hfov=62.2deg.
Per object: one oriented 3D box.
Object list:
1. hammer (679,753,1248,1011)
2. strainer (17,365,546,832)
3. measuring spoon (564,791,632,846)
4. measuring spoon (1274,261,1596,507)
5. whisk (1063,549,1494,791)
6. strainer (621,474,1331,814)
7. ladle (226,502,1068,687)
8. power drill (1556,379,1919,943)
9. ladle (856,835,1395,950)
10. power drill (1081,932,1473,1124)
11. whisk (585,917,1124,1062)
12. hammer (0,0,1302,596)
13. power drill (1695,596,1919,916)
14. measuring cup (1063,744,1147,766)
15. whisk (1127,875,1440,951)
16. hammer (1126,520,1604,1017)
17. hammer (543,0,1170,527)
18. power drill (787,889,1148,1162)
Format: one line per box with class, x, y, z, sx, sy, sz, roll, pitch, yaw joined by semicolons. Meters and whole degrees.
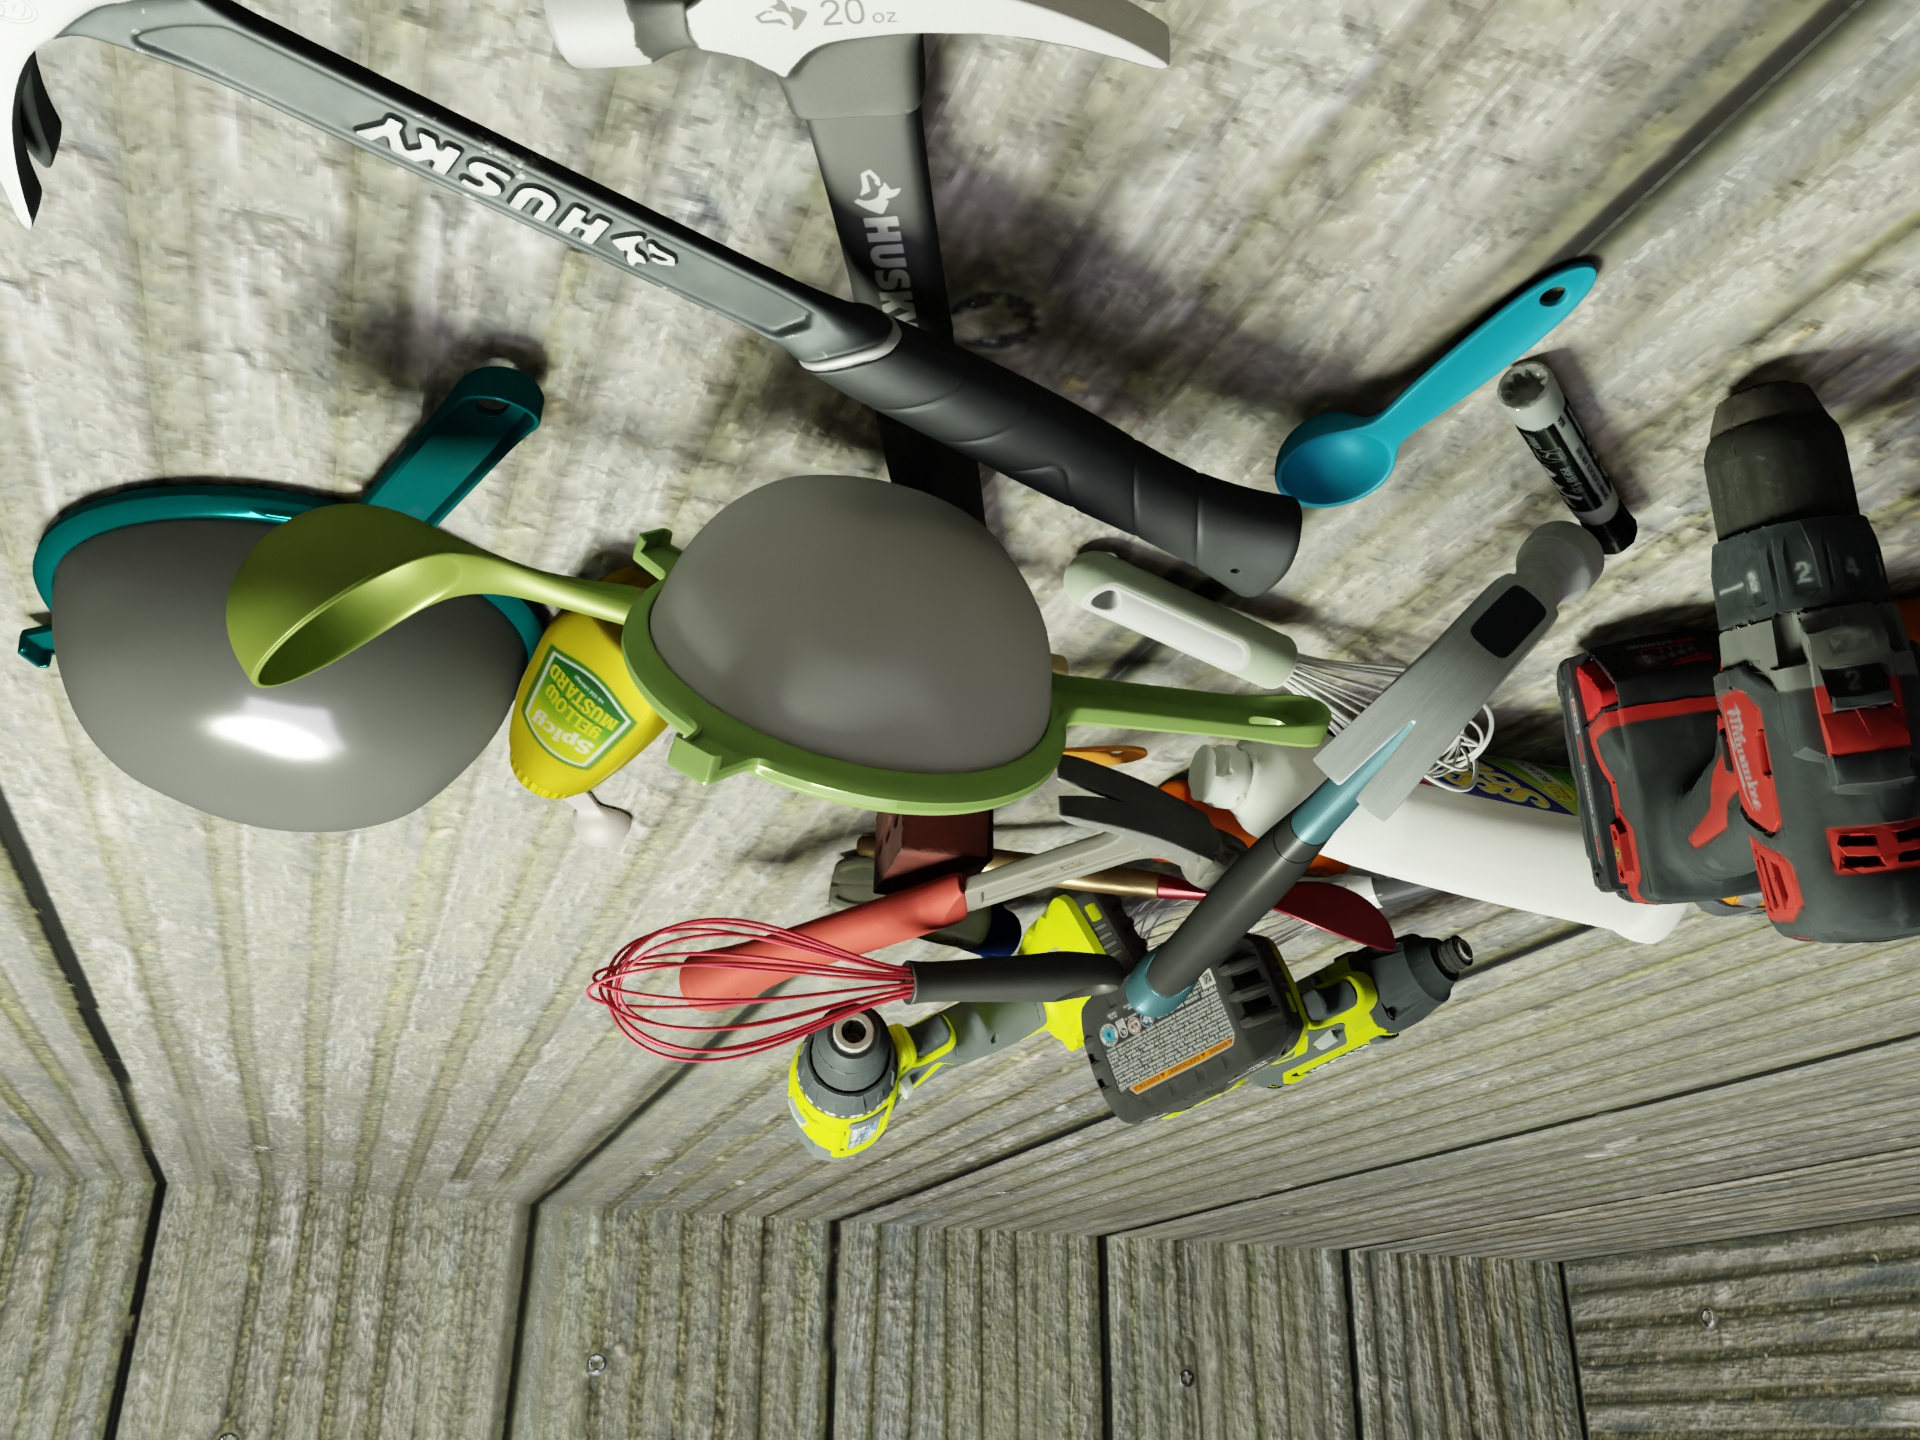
hammer;-0.032;0.101;0.853;0.359;0.037;0.149;-22;148;36
strainer;-0.251;-0.027;0.637;0.210;0.095;0.340;18;151;-33
measuring spoon;-0.219;0.046;0.887;0.034;0.018;0.124;-4;154;11
measuring spoon;0.156;-0.116;0.535;0.042;0.021;0.128;18;141;-32
whisk;0.145;-0.022;0.700;0.246;0.059;0.057;21;137;-28
strainer;0.020;-0.032;0.532;0.256;0.152;0.069;6;119;-20
ladle;-0.096;-0.027;0.587;0.320;0.062;0.078;7;158;-29
power drill;0.296;-0.012;0.609;0.080;0.188;0.226;-8;173;8
ladle;0.089;0.092;0.912;0.315;0.031;0.069;7;-179;17
power drill;0.194;0.175;0.956;0.223;0.080;0.171;5;147;-46
whisk;-0.045;0.136;0.824;0.295;0.073;0.073;2;157;-24
hammer;-0.051;-0.110;0.441;0.408;0.036;0.149;19;152;-35
power drill;0.440;0.017;0.741;0.164;0.084;0.226;-3;152;6
measuring cup;-0.001;-0.002;0.740;0.173;0.052;0.095;-2;155;0
whisk;0.223;0.114;0.993;0.284;0.070;0.070;-20;149;27
hammer;0.148;0.049;0.687;0.033;0.128;0.330;43;145;11
hammer;-0.010;-0.114;0.513;0.146;0.035;0.334;-1;156;5
power drill;0.002;0.182;0.968;0.228;0.080;0.190;-23;158;-18
